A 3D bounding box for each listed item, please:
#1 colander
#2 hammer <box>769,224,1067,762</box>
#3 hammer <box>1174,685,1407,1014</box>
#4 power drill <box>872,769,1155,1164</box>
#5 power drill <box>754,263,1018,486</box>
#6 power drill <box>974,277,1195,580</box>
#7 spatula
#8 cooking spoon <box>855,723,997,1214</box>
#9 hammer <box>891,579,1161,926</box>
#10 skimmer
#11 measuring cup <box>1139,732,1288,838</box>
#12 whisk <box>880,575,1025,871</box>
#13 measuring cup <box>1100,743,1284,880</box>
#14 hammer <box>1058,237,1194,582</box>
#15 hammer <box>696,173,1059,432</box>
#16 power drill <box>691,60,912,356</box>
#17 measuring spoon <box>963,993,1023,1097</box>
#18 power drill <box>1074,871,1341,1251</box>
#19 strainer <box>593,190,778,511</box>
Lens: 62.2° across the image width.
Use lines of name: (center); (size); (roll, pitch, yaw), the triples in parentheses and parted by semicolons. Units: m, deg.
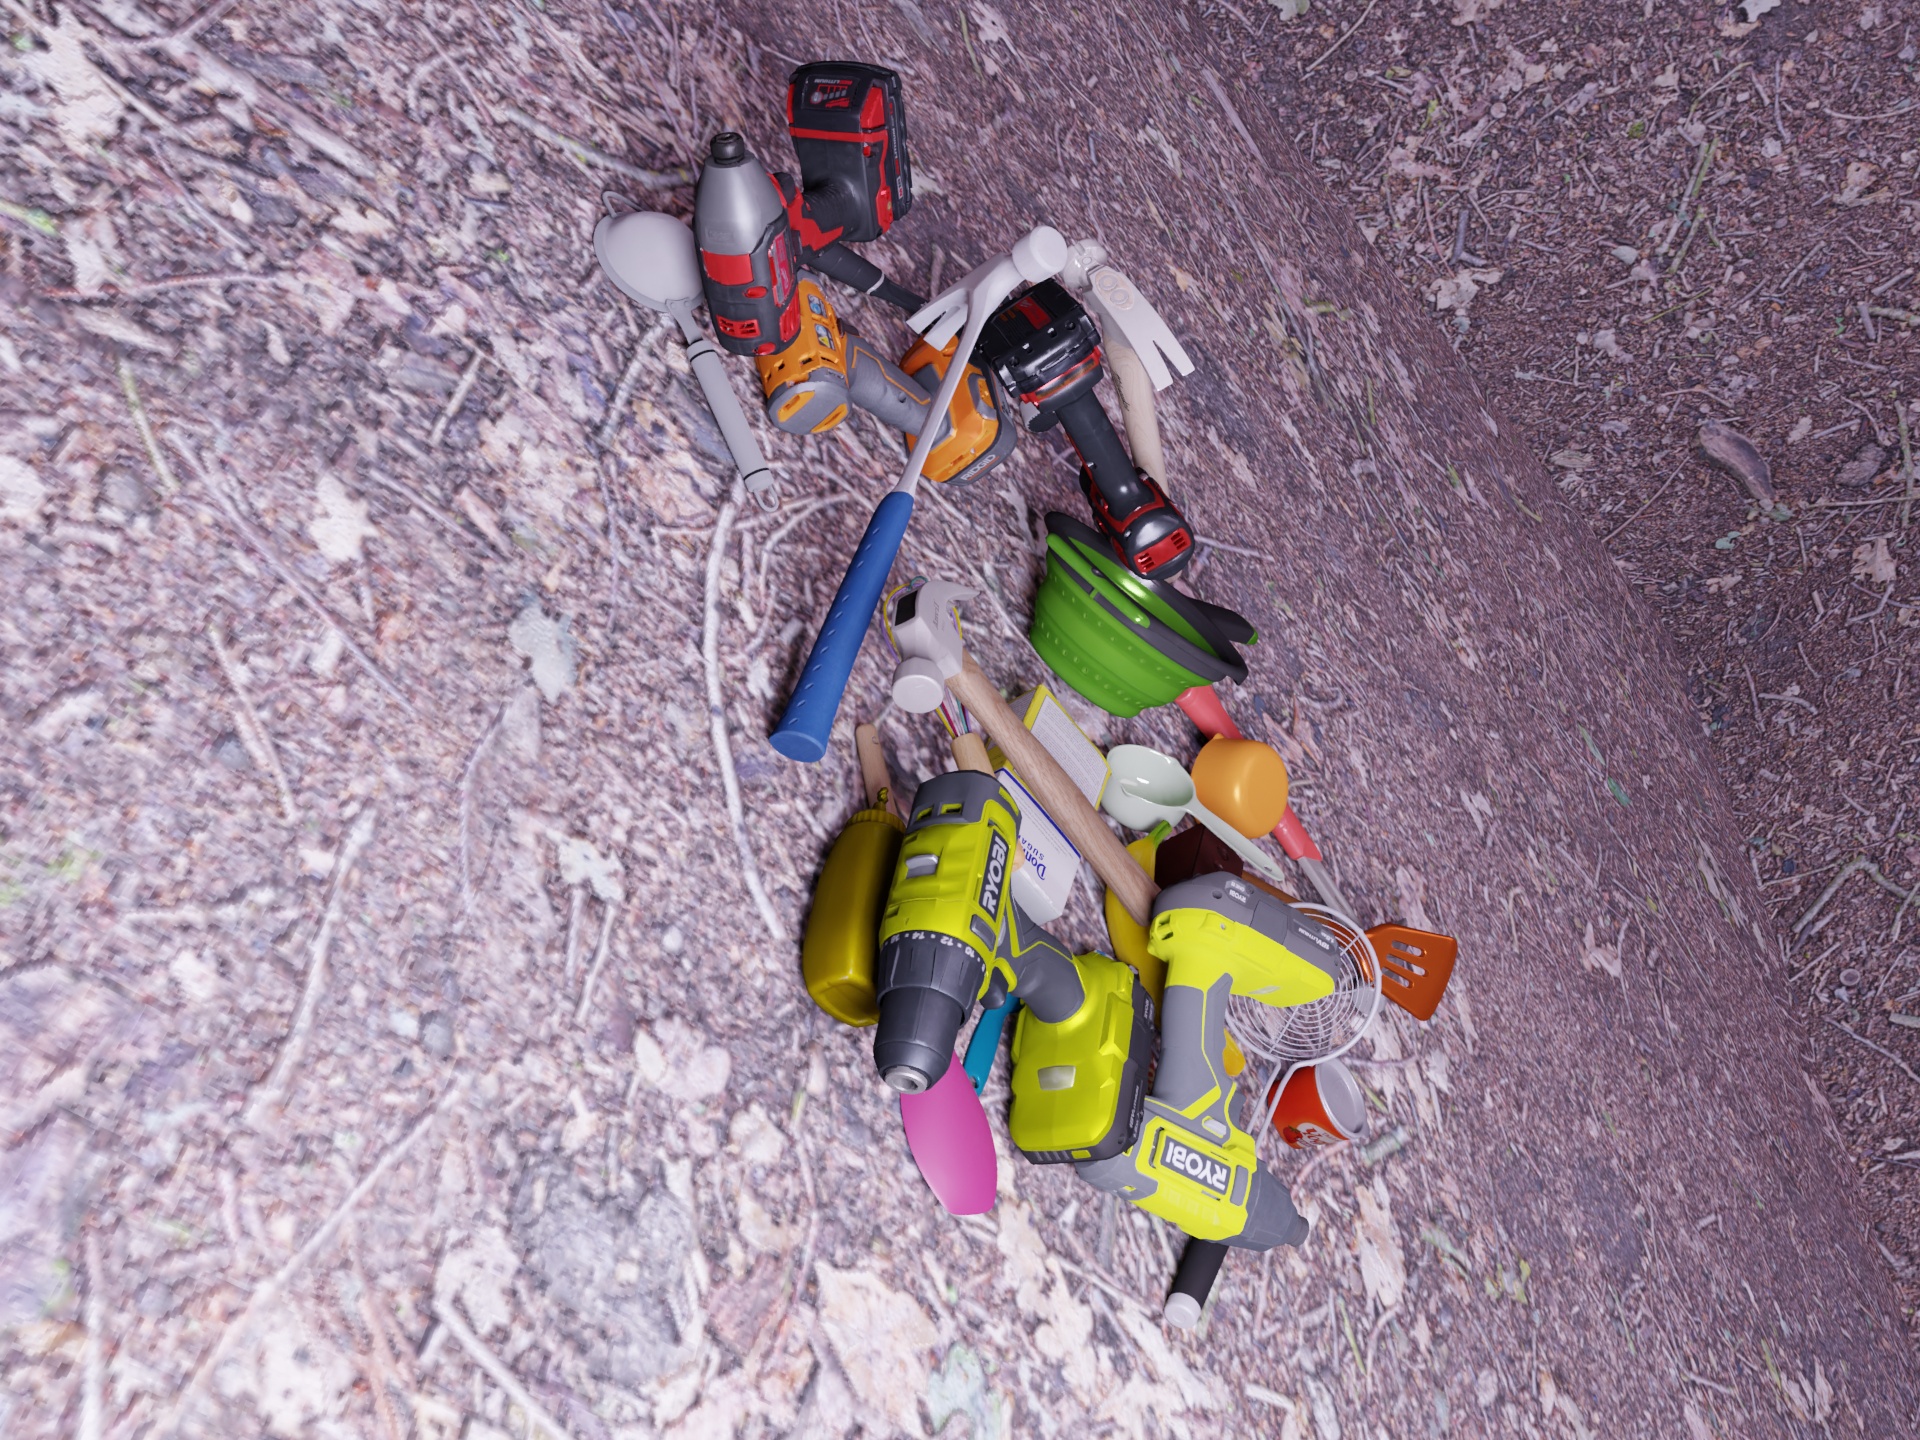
colander: (0.160, -0.065, 1.343); (0.205, 0.094, 0.397); (45, 17, 22)
hammer: (-0.040, -0.153, 1.059); (0.035, 0.144, 0.406); (35, 61, -27)
hammer: (0.304, 0.094, 1.476); (0.359, 0.036, 0.149); (55, 32, -8)
power drill: (0.028, 0.166, 0.930); (0.228, 0.080, 0.191); (52, 37, -38)
power drill: (-0.068, -0.278, 1.220); (0.226, 0.084, 0.164); (11, 55, -46)
power drill: (0.097, -0.230, 1.256); (0.226, 0.080, 0.188); (55, 7, -31)
spatula: (0.303, 0.168, 1.374); (0.322, 0.041, 0.081); (28, 81, -28)
cooking spoon: (-0.028, 0.144, 0.981); (0.068, 0.017, 0.319); (12, 54, -42)
hammer: (0.053, 0.032, 1.058); (0.331, 0.031, 0.130); (50, 27, -36)
skimmer: (0.211, 0.270, 1.146); (0.363, 0.127, 0.090); (-49, 136, -51)
measuring cup: (0.215, 0.063, 1.340); (0.173, 0.052, 0.095); (-7, 97, -47)
whisk: (0.000, -0.004, 1.079); (0.047, 0.051, 0.245); (9, 47, -38)
measuring cup: (0.178, 0.083, 1.244); (0.168, 0.038, 0.083); (38, 35, 18)
hammer: (0.161, -0.223, 1.346); (0.146, 0.038, 0.410); (58, -2, 28)
hammer: (-0.060, -0.369, 1.348); (0.408, 0.036, 0.149); (15, 51, -49)
power drill: (-0.112, -0.360, 1.082); (0.220, 0.078, 0.143); (-61, 155, -42)
measuring spoon: (0.026, 0.193, 1.014); (0.042, 0.021, 0.129); (49, 33, -17)
power drill: (0.178, 0.231, 1.066); (0.171, 0.080, 0.223); (29, 58, -18)
strainer: (-0.179, -0.260, 1.087); (0.087, 0.050, 0.258); (-22, 86, -42)
